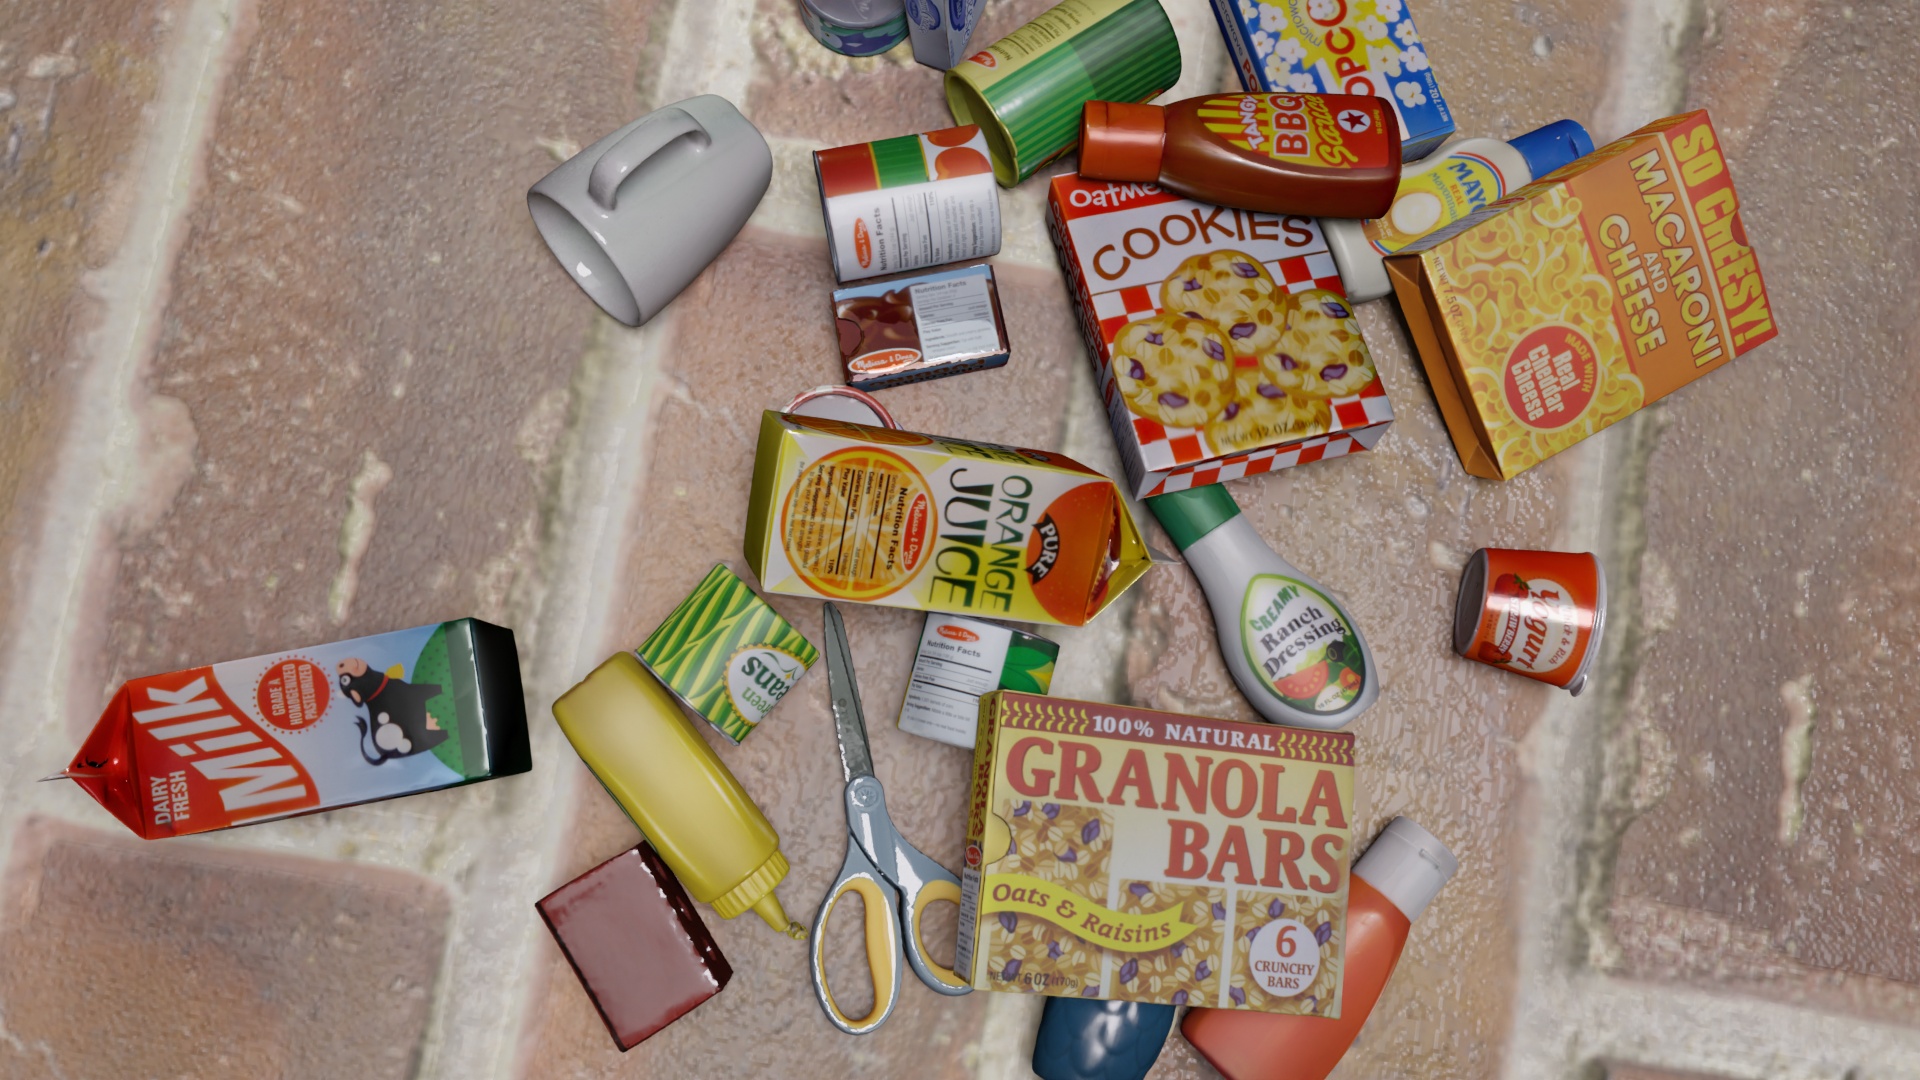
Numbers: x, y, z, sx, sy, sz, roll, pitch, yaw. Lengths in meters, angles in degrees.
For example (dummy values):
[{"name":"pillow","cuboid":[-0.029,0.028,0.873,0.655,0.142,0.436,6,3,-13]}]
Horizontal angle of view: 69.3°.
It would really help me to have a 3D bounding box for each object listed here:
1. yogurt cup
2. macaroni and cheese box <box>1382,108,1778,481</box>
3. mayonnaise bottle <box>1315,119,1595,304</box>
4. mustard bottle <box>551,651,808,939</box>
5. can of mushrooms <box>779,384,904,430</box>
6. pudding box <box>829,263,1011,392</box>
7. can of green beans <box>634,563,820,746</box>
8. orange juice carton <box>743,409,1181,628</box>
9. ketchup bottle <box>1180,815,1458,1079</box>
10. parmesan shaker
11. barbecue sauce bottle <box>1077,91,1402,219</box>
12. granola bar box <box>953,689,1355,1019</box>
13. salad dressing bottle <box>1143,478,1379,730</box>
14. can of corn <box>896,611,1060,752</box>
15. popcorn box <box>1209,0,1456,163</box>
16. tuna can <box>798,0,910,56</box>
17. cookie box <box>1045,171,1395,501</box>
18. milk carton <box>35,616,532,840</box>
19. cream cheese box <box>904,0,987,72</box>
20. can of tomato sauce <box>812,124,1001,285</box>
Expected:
[{"name":"yogurt cup","cuboid":[0.274,0.035,0.674,0.054,0.072,0.072,10,81,7]},{"name":"macaroni and cheese box","cuboid":[0.312,-0.121,0.692,0.167,0.040,0.123,-27,103,-6]},{"name":"mayonnaise bottle","cuboid":[0.252,-0.175,0.715,0.148,0.041,0.064,-23,90,-5]},{"name":"mustard bottle","cuboid":[-0.124,0.125,0.644,0.049,0.065,0.160,-38,92,-10]},{"name":"can of mushrooms","cuboid":[-0.060,-0.043,0.686,0.071,0.033,0.071,0,81,-2]},{"name":"pudding box","cuboid":[-0.021,-0.107,0.699,0.084,0.030,0.049,-11,83,-4]},{"name":"can of green beans","cuboid":[-0.109,0.053,0.652,0.071,0.071,0.058,42,82,4]},{"name":"orange juice carton","cuboid":[0.002,-0.008,0.642,0.193,0.072,0.073,7,100,-17]},{"name":"ketchup bottle","cuboid":[0.174,0.197,0.654,0.065,0.043,0.149,43,82,3]},{"name":"parmesan shaker","cuboid":[0.053,-0.232,0.701,0.103,0.071,0.071,-33,84,-7]},{"name":"barbecue sauce bottle","cuboid":[0.132,-0.188,0.667,0.149,0.043,0.065,3,57,-1]},{"name":"granola bar box","cuboid":[0.087,0.136,0.606,0.166,0.039,0.124,8,79,-11]},{"name":"salad dressing bottle","cuboid":[0.143,0.026,0.678,0.064,0.044,0.148,-33,82,-7]},{"name":"can of corn","cuboid":[0.010,0.070,0.657,0.071,0.071,0.058,15,82,0]},{"name":"popcorn box","cuboid":[0.192,-0.252,0.726,0.085,0.038,0.127,-18,82,-6]},{"name":"tuna can","cuboid":[-0.051,-0.290,0.724,0.071,0.033,0.071,0,82,-2]},{"name":"cookie box","cuboid":[0.122,-0.112,0.682,0.123,0.040,0.168,-12,69,-8]},{"name":"milk carton","cuboid":[-0.304,0.090,0.635,0.191,0.072,0.073,-10,83,-4]},{"name":"cream cheese box","cuboid":[-0.007,-0.284,0.690,0.024,0.103,0.053,22,80,8]},{"name":"can of tomato sauce","cuboid":[-0.027,-0.169,0.691,0.083,0.071,0.071,-11,82,-5]}]
